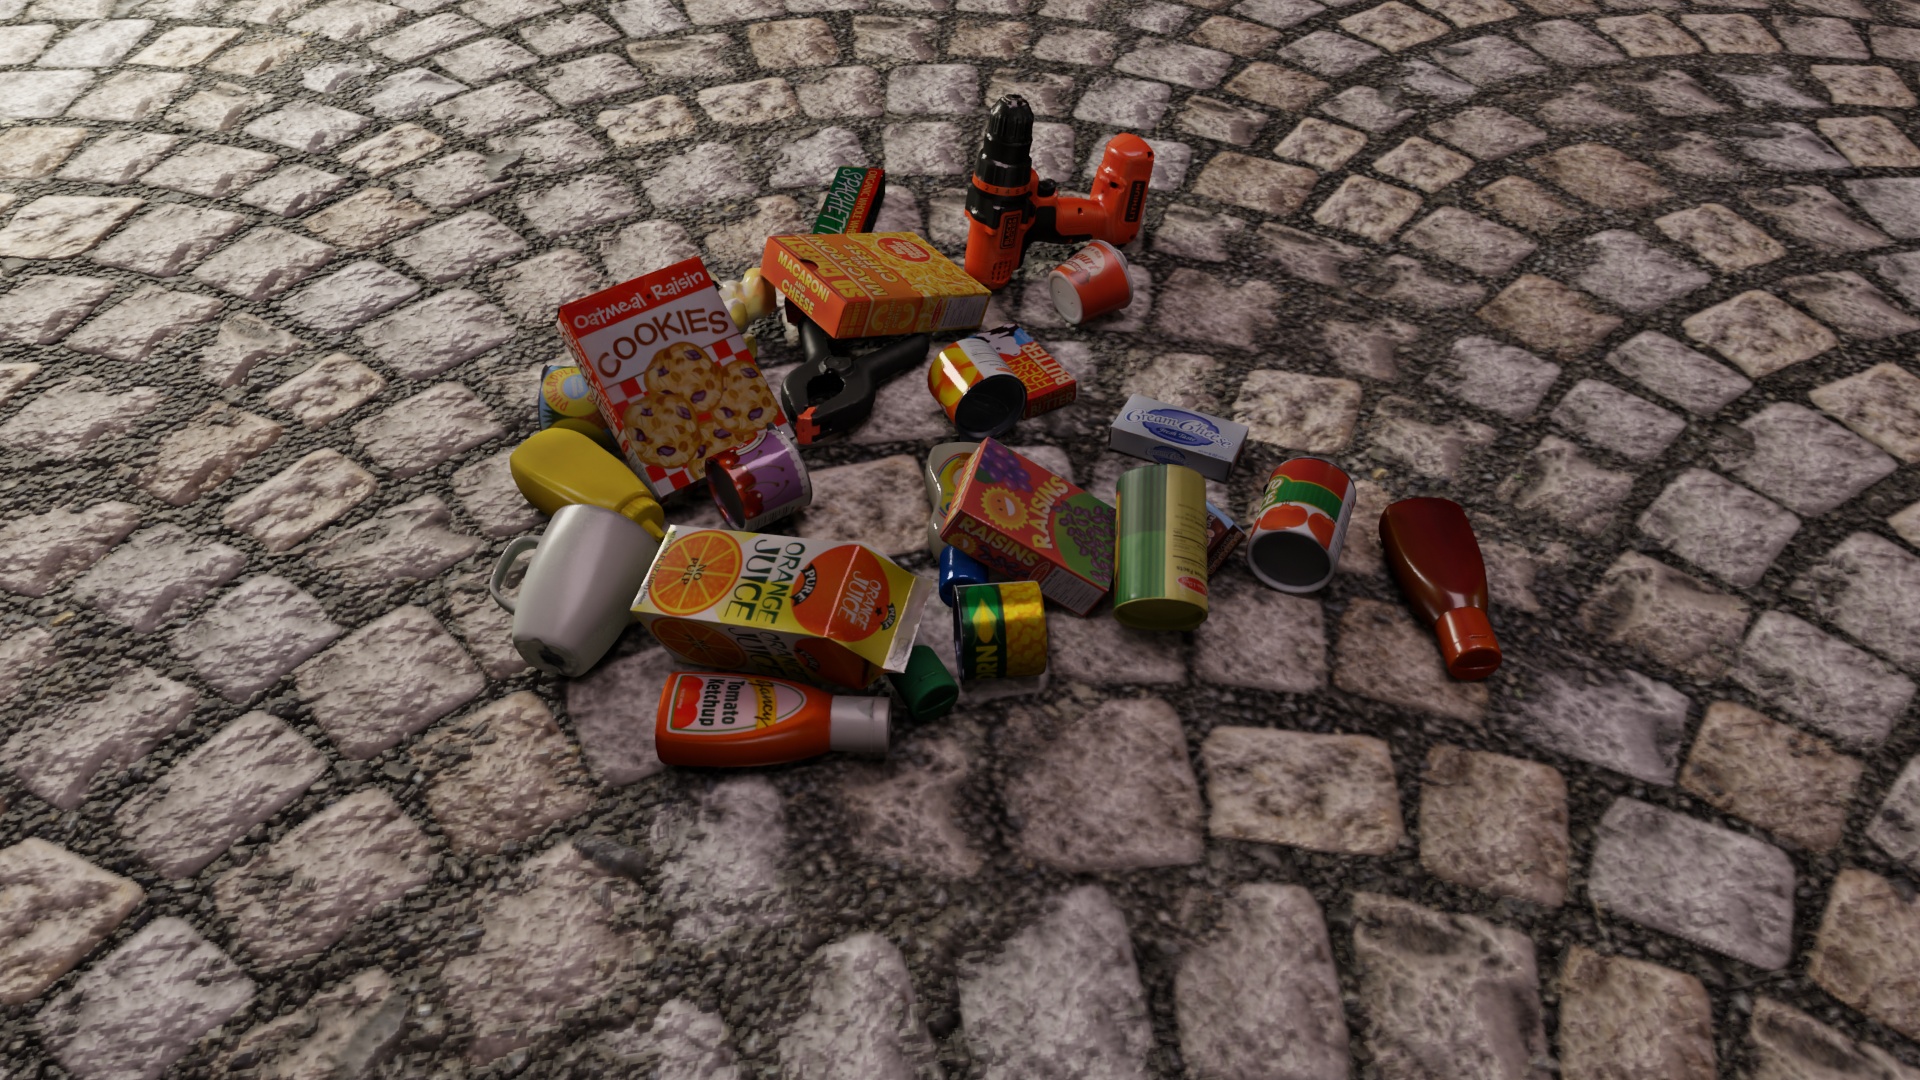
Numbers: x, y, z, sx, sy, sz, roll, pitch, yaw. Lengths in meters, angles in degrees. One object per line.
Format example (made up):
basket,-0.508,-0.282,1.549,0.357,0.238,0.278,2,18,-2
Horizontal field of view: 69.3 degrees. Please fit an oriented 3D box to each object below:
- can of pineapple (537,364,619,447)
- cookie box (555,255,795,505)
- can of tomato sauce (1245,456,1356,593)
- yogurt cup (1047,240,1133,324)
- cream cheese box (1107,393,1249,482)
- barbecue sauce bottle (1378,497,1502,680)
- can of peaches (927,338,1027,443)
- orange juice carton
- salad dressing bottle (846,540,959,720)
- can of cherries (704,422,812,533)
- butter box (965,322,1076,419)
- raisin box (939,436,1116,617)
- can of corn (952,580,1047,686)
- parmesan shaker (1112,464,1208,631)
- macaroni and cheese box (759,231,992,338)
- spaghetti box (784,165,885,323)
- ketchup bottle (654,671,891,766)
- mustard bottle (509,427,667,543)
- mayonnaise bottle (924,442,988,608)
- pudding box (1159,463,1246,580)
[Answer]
can of pineapple,-0.305,-0.110,1.129,0.058,0.070,0.071,2,44,1
cookie box,-0.225,-0.128,1.101,0.123,0.040,0.167,-28,90,-26
can of tomato sauce,0.251,-0.011,1.032,0.071,0.070,0.083,15,46,15
yogurt cup,0.116,-0.232,1.267,0.054,0.072,0.072,-30,51,-18
cream cheese box,0.179,-0.085,1.139,0.104,0.024,0.054,18,45,17
barbecue sauce bottle,0.350,0.033,1.003,0.065,0.043,0.149,-1,44,-1
can of peaches,0.012,-0.124,1.151,0.071,0.070,0.058,-18,47,-18
orange juice carton,-0.114,0.046,0.928,0.193,0.072,0.072,6,58,23
salad dressing bottle,-0.051,0.062,0.970,0.064,0.043,0.148,-23,49,-17
can of cherries,-0.156,-0.047,1.065,0.058,0.071,0.072,-27,50,-25
butter box,0.051,-0.148,1.204,0.053,0.024,0.104,-22,48,-21
raisin box,0.054,-0.011,1.015,0.123,0.040,0.086,29,45,-10
can of corn,0.027,0.064,0.952,0.058,0.070,0.071,-4,44,-5
parmesan shaker,0.144,0.006,0.990,0.071,0.071,0.103,3,67,3
macaroni and cheese box,-0.075,-0.230,1.235,0.167,0.040,0.124,-12,43,-41
spaghetti box,-0.118,-0.291,1.351,0.050,0.028,0.251,6,44,6
ketchup bottle,-0.121,0.119,0.909,0.149,0.043,0.065,2,43,1
mustard bottle,-0.275,-0.031,1.062,0.160,0.048,0.065,31,52,27
mayonnaise bottle,0.004,-0.013,1.050,0.065,0.041,0.149,2,44,-1
pudding box,0.167,-0.014,1.043,0.049,0.030,0.084,-49,53,7
